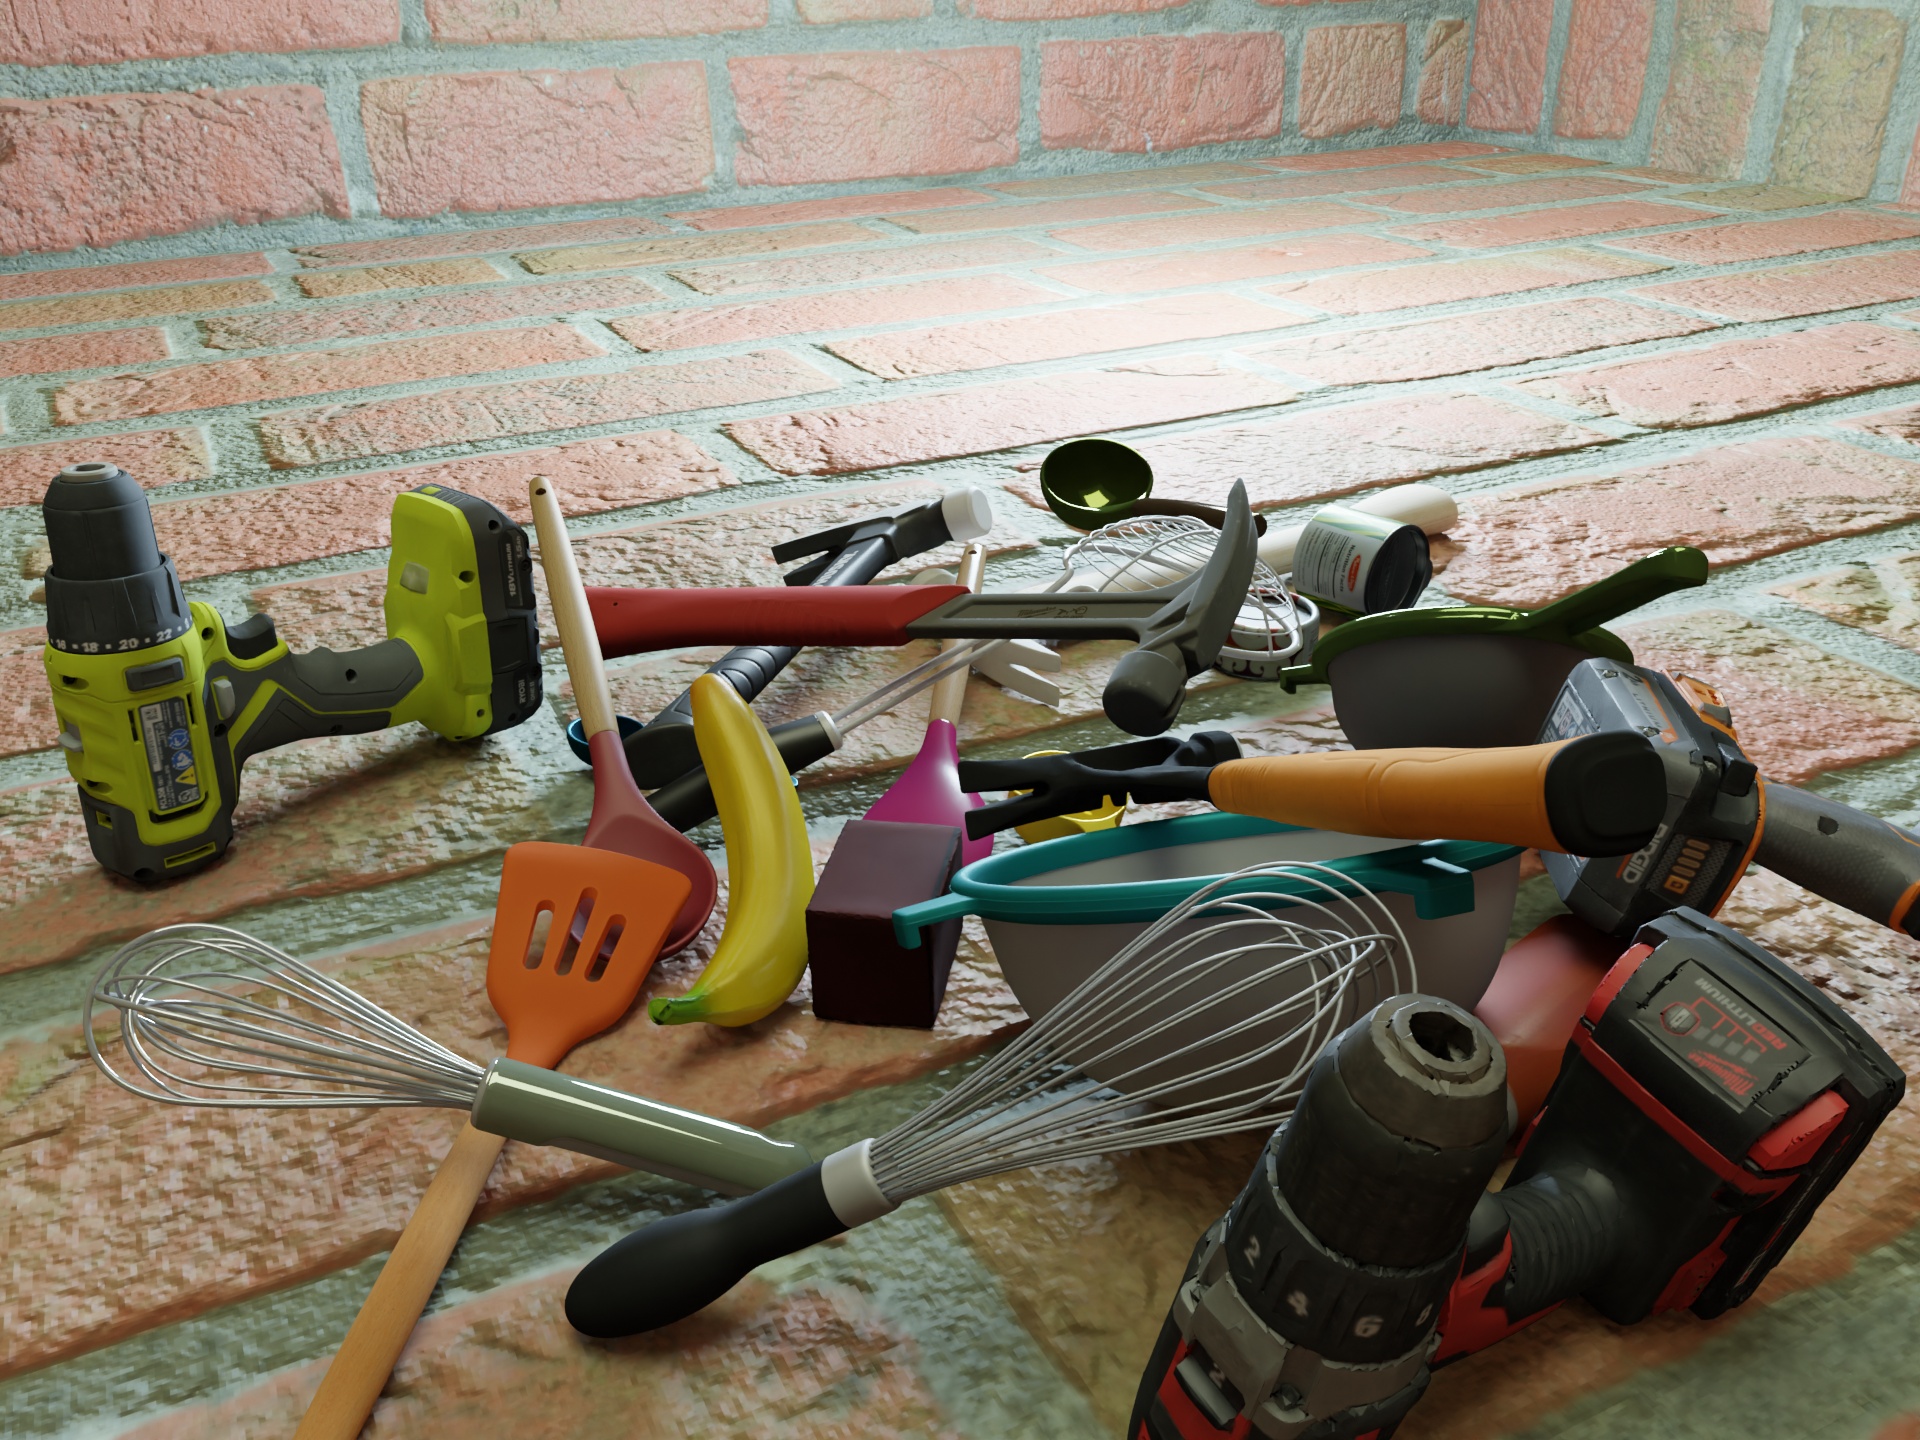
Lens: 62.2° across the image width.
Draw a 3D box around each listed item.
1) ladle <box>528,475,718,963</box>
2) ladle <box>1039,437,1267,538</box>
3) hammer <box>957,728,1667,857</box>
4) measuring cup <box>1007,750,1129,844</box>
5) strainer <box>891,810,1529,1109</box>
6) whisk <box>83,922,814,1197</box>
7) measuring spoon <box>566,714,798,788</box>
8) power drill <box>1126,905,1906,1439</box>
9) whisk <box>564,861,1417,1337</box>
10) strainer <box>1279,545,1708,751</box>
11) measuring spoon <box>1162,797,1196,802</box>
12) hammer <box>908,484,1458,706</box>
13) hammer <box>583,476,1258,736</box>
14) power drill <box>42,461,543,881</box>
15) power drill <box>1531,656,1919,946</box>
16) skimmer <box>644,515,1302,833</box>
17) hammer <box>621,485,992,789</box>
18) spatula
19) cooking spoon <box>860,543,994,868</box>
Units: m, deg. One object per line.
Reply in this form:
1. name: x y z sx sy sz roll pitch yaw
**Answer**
1. ladle: -0.177 -0.010 0.763 0.069 0.031 0.316 -13 53 -13
2. ladle: 0.118 -0.139 0.966 0.078 0.062 0.320 -10 12 -10
3. hammer: 0.105 0.023 0.544 0.127 0.034 0.337 -8 1 -17
4. measuring cup: 0.067 0.070 0.723 0.062 0.029 0.157 -3 37 -23
5. strainer: 0.136 0.083 0.631 0.211 0.095 0.340 -8 0 28
6. whisk: -0.167 0.123 0.533 0.246 0.057 0.059 18 67 -6
7. measuring spoon: -0.146 0.025 0.831 0.128 0.021 0.042 15 24 11
8. power drill: 0.152 0.124 0.429 0.226 0.187 0.080 -14 42 -31
9. whisk: -0.001 0.124 0.465 0.284 0.070 0.070 -29 22 15
10. strainer: 0.256 -0.012 0.725 0.151 0.069 0.256 9 -13 -8
11. measuring spoon: 0.142 0.026 0.732 0.124 0.018 0.034 -6 -2 9
12. hammer: 0.176 -0.096 1.031 0.410 0.038 0.146 -16 32 -28
13. hammer: -0.041 -0.057 0.771 0.359 0.036 0.149 2 42 29
14. power drill: -0.328 -0.045 0.784 0.080 0.190 0.228 19 29 37
15. power drill: 0.344 0.063 0.607 0.226 0.084 0.164 19 24 0
16. skimmer: -0.001 -0.003 0.789 0.363 0.090 0.127 -29 38 -8
17. hammer: -0.101 -0.052 0.905 0.146 0.035 0.335 -12 22 27
18. spatula: -0.171 0.148 0.549 0.081 0.041 0.323 12 29 0
19. cooking spoon: -0.008 -0.010 0.842 0.069 0.017 0.319 1 36 7
